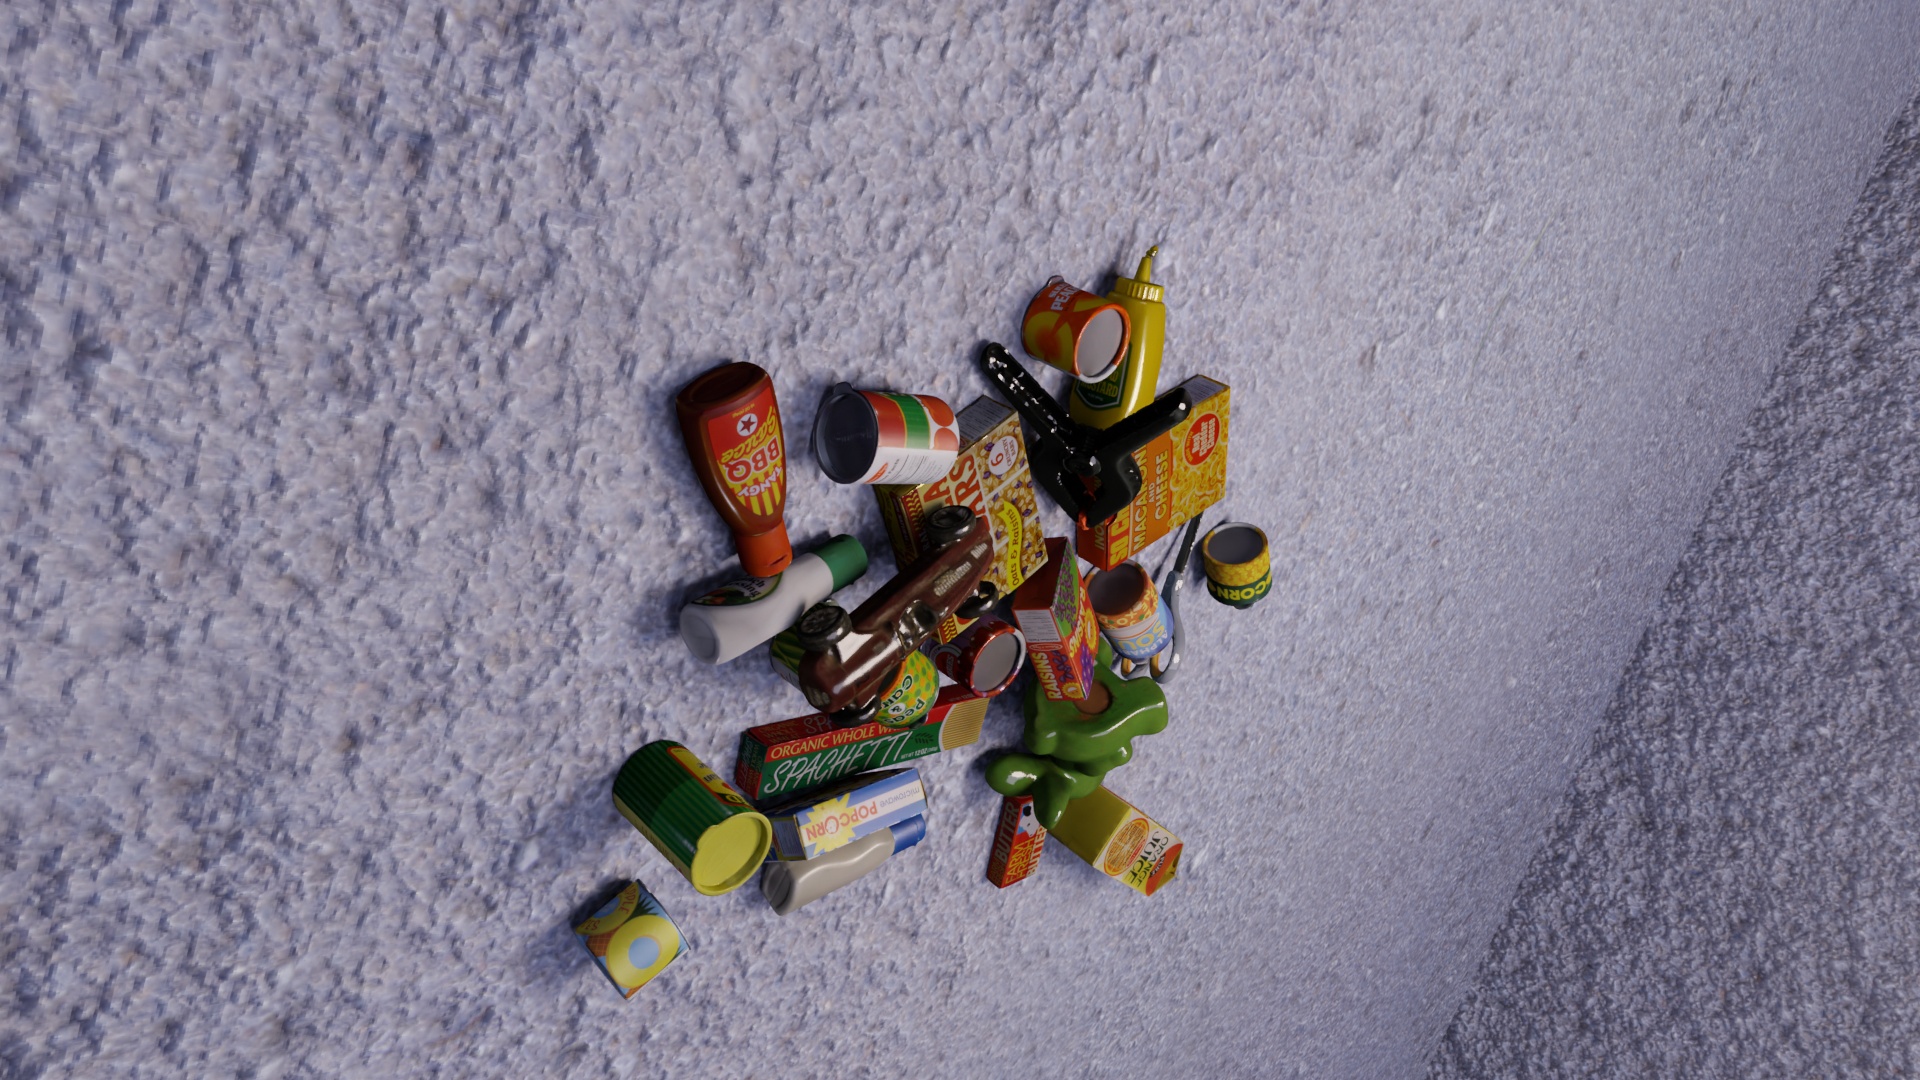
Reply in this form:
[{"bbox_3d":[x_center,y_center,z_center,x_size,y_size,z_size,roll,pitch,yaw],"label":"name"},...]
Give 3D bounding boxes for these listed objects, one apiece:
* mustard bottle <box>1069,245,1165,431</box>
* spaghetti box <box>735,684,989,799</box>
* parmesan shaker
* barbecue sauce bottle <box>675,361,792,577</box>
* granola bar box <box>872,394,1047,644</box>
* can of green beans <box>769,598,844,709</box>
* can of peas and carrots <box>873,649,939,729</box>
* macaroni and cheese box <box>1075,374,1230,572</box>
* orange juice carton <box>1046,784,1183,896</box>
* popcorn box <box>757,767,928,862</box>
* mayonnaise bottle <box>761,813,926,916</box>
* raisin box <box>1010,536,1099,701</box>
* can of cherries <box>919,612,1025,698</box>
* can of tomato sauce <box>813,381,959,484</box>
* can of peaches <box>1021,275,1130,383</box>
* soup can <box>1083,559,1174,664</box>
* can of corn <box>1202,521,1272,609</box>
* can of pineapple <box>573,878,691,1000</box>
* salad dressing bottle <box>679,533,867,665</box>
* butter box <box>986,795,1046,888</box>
[{"bbox_3d":[0.135,-0.163,1.136,0.049,0.065,0.159,-5,112,-52],"label":"mustard bottle"},{"bbox_3d":[-0.074,0.161,1.142,0.251,0.029,0.050,-6,118,-45],"label":"spaghetti box"},{"bbox_3d":[-0.191,0.191,0.976,0.071,0.103,0.071,-27,132,-34],"label":"parmesan shaker"},{"bbox_3d":[-0.143,-0.043,0.924,0.065,0.044,0.147,-34,136,-29],"label":"barbecue sauce bottle"},{"bbox_3d":[0.004,-0.014,1.106,0.125,0.039,0.164,-38,137,-24],"label":"granola bar box"},{"bbox_3d":[-0.100,0.088,1.044,0.071,0.058,0.071,-27,131,-34],"label":"can of green beans"},{"bbox_3d":[-0.058,0.110,1.093,0.071,0.071,0.058,-54,141,-6],"label":"can of peas and carrots"},{"bbox_3d":[0.176,-0.062,1.260,0.167,0.040,0.123,-31,133,-31],"label":"macaroni and cheese box"},{"bbox_3d":[0.174,0.320,1.479,0.073,0.072,0.192,-55,141,-4],"label":"orange juice carton"},{"bbox_3d":[-0.100,0.217,1.102,0.127,0.085,0.038,-13,88,-42],"label":"popcorn box"},{"bbox_3d":[-0.095,0.264,1.173,0.149,0.041,0.064,-17,147,-42],"label":"mayonnaise bottle"},{"bbox_3d":[0.085,0.069,1.209,0.086,0.040,0.122,-74,152,-44],"label":"raisin box"},{"bbox_3d":[0.011,0.093,1.166,0.072,0.058,0.071,-27,131,-35],"label":"can of cherries"},{"bbox_3d":[-0.052,-0.075,0.986,0.083,0.071,0.071,-2,115,-47],"label":"can of tomato sauce"},{"bbox_3d":[0.091,-0.165,1.087,0.071,0.058,0.071,-26,132,-34],"label":"can of peaches"},{"bbox_3d":[0.157,0.066,1.298,0.071,0.071,0.083,-51,140,-10],"label":"soup can"},{"bbox_3d":[0.280,0.025,1.406,0.071,0.071,0.058,-39,136,-23],"label":"can of corn"},{"bbox_3d":[-0.241,0.291,1.017,0.058,0.071,0.070,-38,137,-24],"label":"can of pineapple"},{"bbox_3d":[-0.128,0.038,0.983,0.148,0.064,0.044,-30,114,-43],"label":"salad dressing bottle"},{"bbox_3d":[0.060,0.292,1.375,0.053,0.024,0.103,-11,122,-44],"label":"butter box"}]
